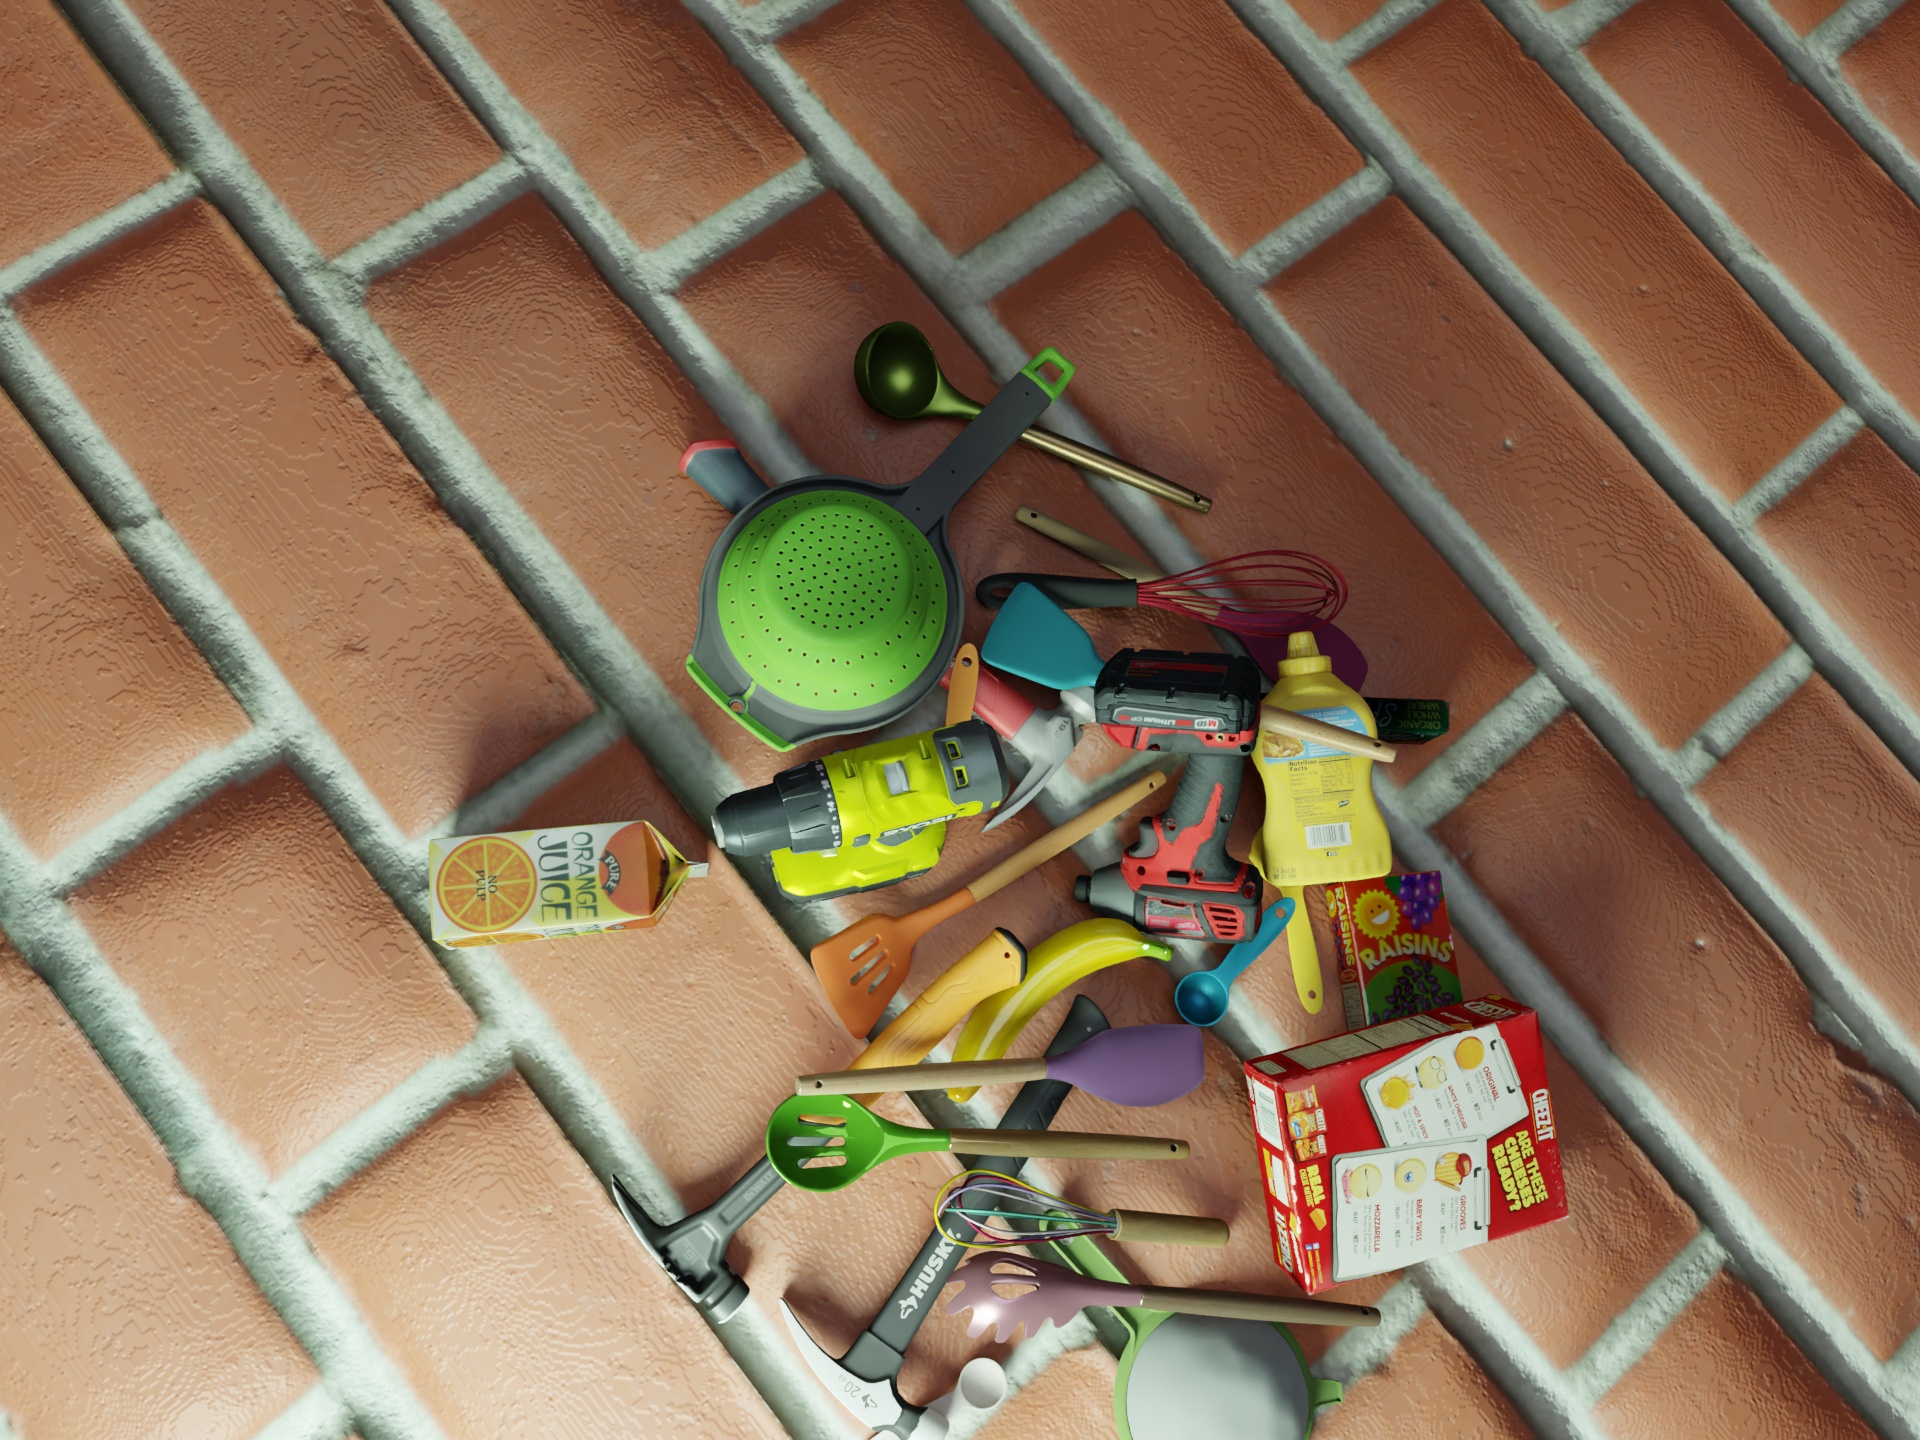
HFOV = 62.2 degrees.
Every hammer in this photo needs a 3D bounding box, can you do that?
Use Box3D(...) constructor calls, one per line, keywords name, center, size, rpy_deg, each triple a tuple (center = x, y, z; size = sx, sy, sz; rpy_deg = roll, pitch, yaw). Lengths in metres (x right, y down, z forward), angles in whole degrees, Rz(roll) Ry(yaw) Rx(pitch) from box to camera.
Box3D(name="hammer", center=(-0.087, 0.265, 1.136), size=(0.337, 0.034, 0.127), rpy_deg=(-42, 97, -11))
Box3D(name="hammer", center=(0.008, 0.342, 1.151), size=(0.146, 0.035, 0.335), rpy_deg=(33, 71, 7))
Box3D(name="hammer", center=(-0.076, -0.080, 1.253), size=(0.386, 0.038, 0.143), rpy_deg=(39, 75, 3))

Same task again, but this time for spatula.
Box3D(name="spatula", center=(0.173, -0.025, 1.203), size=(0.317, 0.044, 0.082), rpy_deg=(17, 59, 20))
Box3D(name="spatula", center=(0.031, 0.123, 1.213), size=(0.322, 0.041, 0.081), rpy_deg=(-30, 105, -17))
Box3D(name="spatula", center=(0.036, 0.254, 1.142), size=(0.315, 0.018, 0.060), rpy_deg=(1, 79, -20))

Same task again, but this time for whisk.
Box3D(name="whisk", center=(0.160, -0.103, 1.272), size=(0.296, 0.073, 0.073), rpy_deg=(0, 75, 4))
Box3D(name="whisk", center=(0.091, 0.352, 1.128), size=(0.244, 0.051, 0.047), rpy_deg=(14, 57, -26))

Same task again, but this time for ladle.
Box3D(name="ladle", center=(0.063, -0.239, 1.308), size=(0.320, 0.062, 0.078), rpy_deg=(21, 79, -5))

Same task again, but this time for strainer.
Box3D(name="strainer", center=(0.153, 0.448, 1.131), size=(0.151, 0.069, 0.256), rpy_deg=(-42, 86, -16))

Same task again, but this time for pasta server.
Box3D(name="pasta server", center=(0.147, 0.409, 1.115), size=(0.316, 0.040, 0.060), rpy_deg=(10, 47, -13))

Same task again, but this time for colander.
Box3D(name="colander", center=(-0.041, -0.157, 1.205), size=(0.204, 0.094, 0.397), rpy_deg=(41, 76, 3))

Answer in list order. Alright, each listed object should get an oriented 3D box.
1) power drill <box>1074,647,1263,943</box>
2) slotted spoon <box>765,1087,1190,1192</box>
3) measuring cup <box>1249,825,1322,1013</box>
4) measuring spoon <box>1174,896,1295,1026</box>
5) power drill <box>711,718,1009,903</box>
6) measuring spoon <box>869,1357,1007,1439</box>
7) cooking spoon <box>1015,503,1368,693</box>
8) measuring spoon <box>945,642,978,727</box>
Box3D(name="power drill", center=(0.154, 0.063, 1.179), size=(0.143, 0.079, 0.219), rpy_deg=(4, 116, 16))
Box3D(name="slotted spoon", center=(0.016, 0.300, 1.126), size=(0.313, 0.031, 0.070), rpy_deg=(6, 69, -15))
Box3D(name="measuring cup", center=(0.268, 0.150, 1.248), size=(0.062, 0.029, 0.157), rpy_deg=(-4, 75, -10))
Box3D(name="measuring spoon", center=(0.213, 0.184, 1.232), size=(0.042, 0.021, 0.128), rpy_deg=(45, 77, 3))
Box3D(name="power drill", center=(-0.078, 0.069, 1.112), size=(0.190, 0.228, 0.080), rpy_deg=(-14, 78, -12))
Box3D(name="measuring spoon", center=(-0.022, 0.493, 1.123), size=(0.124, 0.018, 0.034), rpy_deg=(-30, 69, -8))
Box3D(name="cooking spoon", center=(0.189, -0.101, 1.309), size=(0.319, 0.017, 0.069), rpy_deg=(27, 82, -1))
Box3D(name="measuring spoon", center=(-0.002, -0.004, 1.222), size=(0.021, 0.011, 0.117), rpy_deg=(11, 73, -6))
